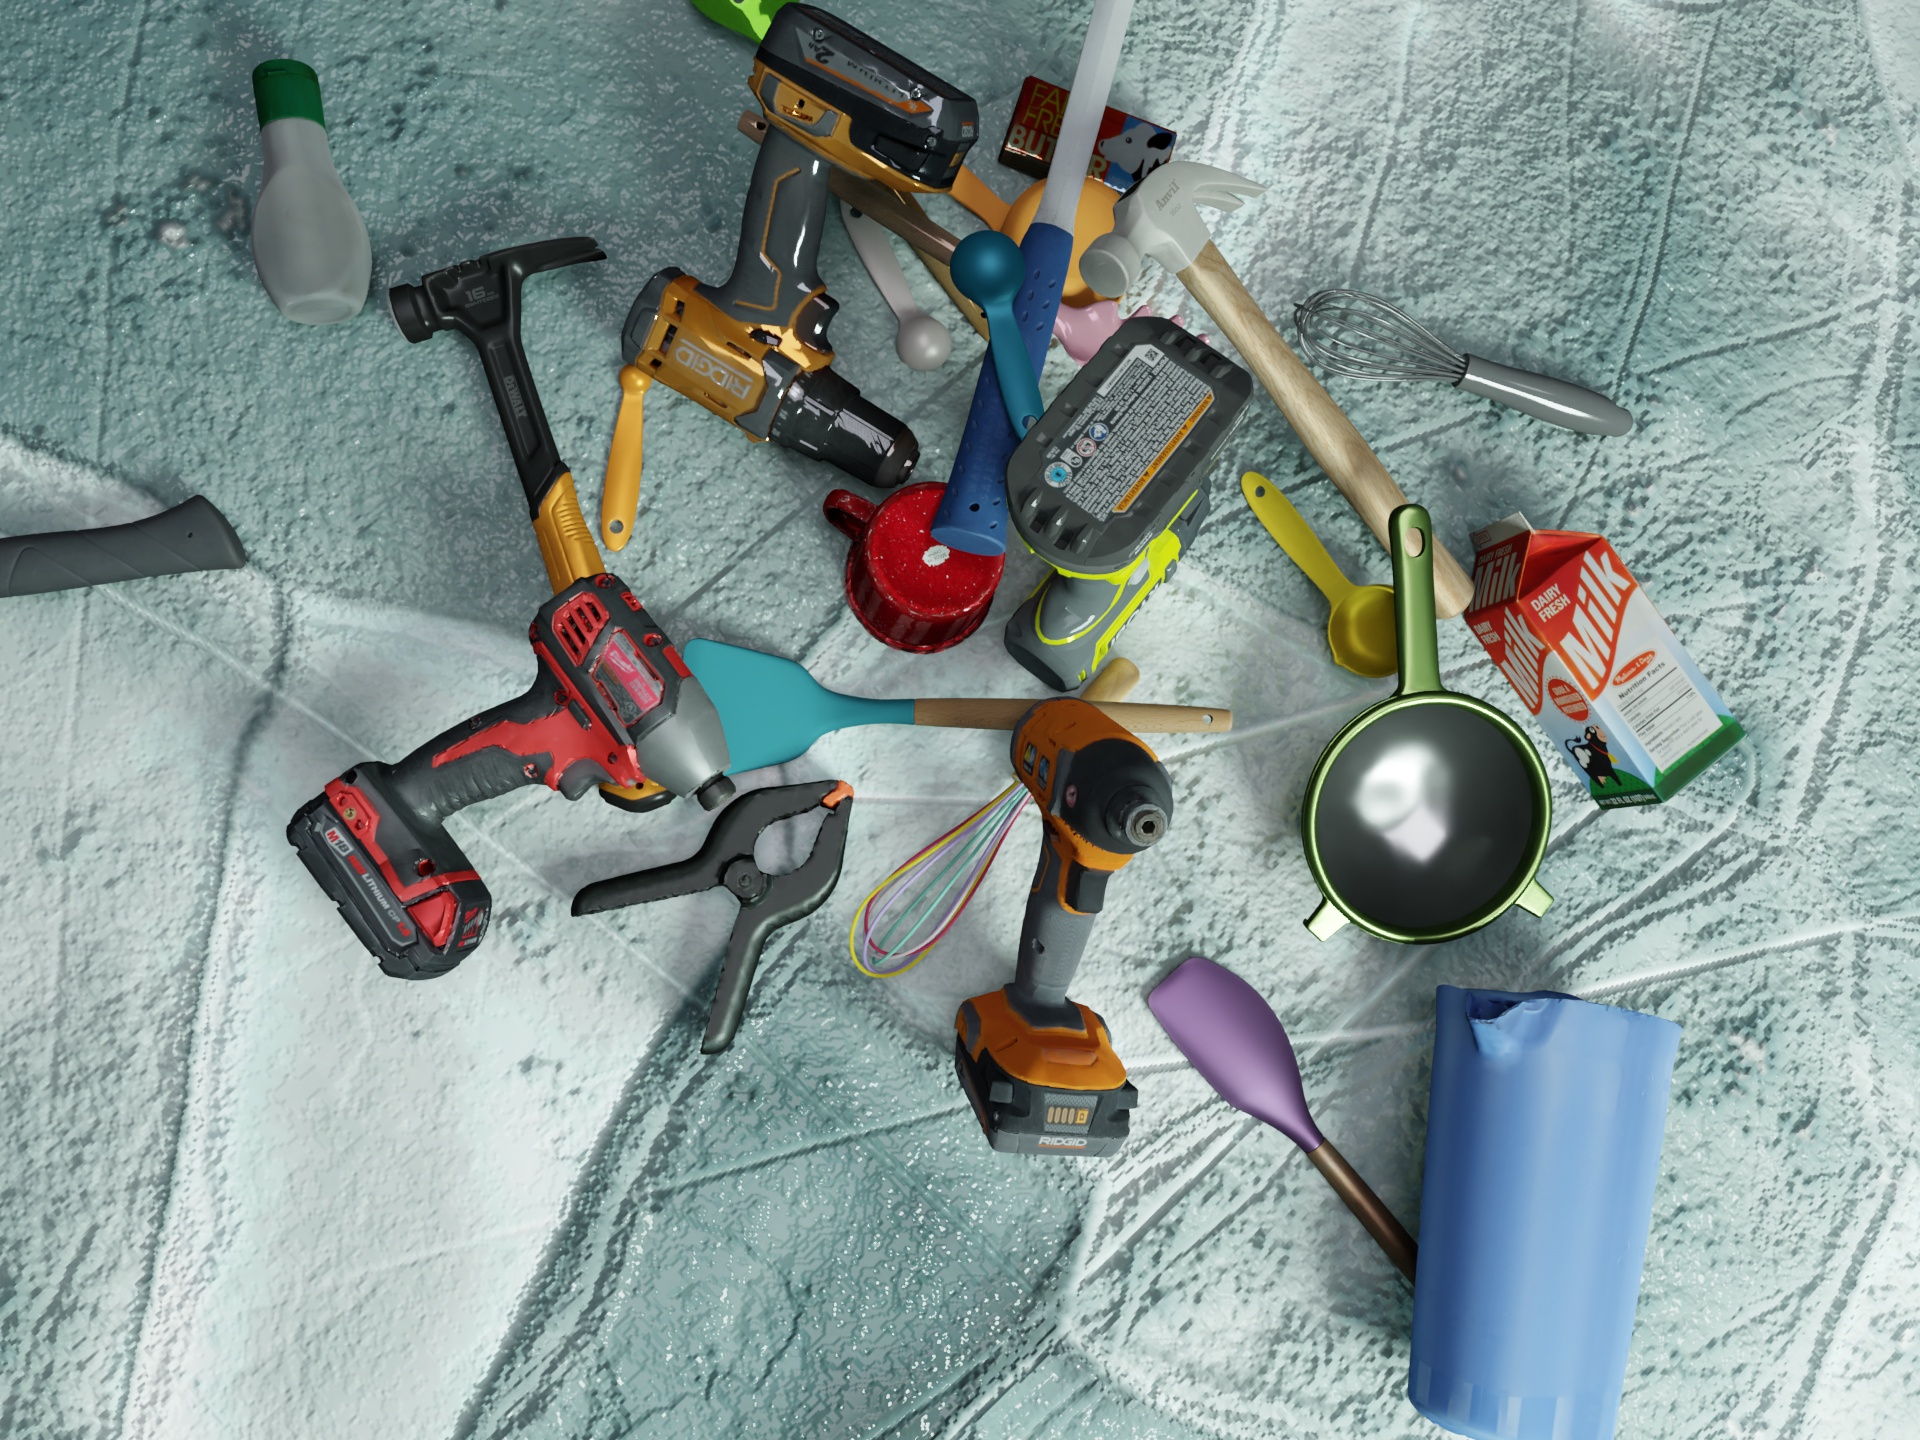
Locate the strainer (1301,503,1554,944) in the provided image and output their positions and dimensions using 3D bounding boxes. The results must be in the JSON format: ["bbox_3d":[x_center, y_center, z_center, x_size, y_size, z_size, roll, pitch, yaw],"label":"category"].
[{"bbox_3d":[0.263,0.001,0.942,0.151,0.069,0.256,-6,97,-6],"label":"strainer"}]

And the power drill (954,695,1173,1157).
[{"bbox_3d":[0.060,0.112,0.847,0.084,0.164,0.226,7,100,-13],"label":"power drill"}]

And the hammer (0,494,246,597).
[{"bbox_3d":[-0.607,-0.068,0.869,0.409,0.036,0.149,-9,86,-9],"label":"hammer"}]

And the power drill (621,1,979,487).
[{"bbox_3d":[-0.071,-0.256,0.897,0.185,0.084,0.226,31,115,1],"label":"power drill"}]

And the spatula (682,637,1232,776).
[{"bbox_3d":[-0.001,-0.003,0.921,0.317,0.044,0.082,1,88,3],"label":"spatula"}]

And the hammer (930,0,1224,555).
[{"bbox_3d":[0.049,-0.290,0.909,0.144,0.035,0.406,16,78,-2],"label":"hammer"}]

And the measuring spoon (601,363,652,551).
[{"bbox_3d":[-0.199,-0.158,0.945,0.021,0.011,0.117,6,82,-7],"label":"measuring spoon"}]

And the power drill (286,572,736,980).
[{"bbox_3d":[-0.234,0.037,0.864,0.219,0.078,0.143,-38,87,0],"label":"power drill"}]

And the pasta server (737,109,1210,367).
[{"bbox_3d":[0.007,-0.271,0.931,0.316,0.040,0.060,32,78,-2],"label":"pasta server"}]

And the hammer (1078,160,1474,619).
[{"bbox_3d":[0.205,-0.187,0.937,0.331,0.031,0.130,46,60,-21],"label":"hammer"}]

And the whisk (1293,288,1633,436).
[{"bbox_3d":[0.319,-0.221,1.005,0.239,0.055,0.055,16,81,-9],"label":"whisk"}]

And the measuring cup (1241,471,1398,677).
[{"bbox_3d":[0.229,-0.095,0.985,0.062,0.029,0.157,-44,73,31],"label":"measuring cup"}]

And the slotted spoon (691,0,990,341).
[{"bbox_3d":[-0.068,-0.365,0.981,0.070,0.031,0.314,-35,90,-14],"label":"slotted spoon"}]

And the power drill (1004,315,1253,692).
[{"bbox_3d":[0.091,-0.118,0.871,0.080,0.223,0.171,37,81,11],"label":"power drill"}]

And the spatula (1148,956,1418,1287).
[{"bbox_3d":[0.229,0.271,0.946,0.060,0.018,0.316,-39,88,-11],"label":"spatula"}]

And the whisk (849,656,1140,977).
[{"bbox_3d":[0.022,0.053,0.934,0.047,0.051,0.245,41,77,4],"label":"whisk"}]

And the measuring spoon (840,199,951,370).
[{"bbox_3d":[-0.043,-0.273,0.976,0.034,0.018,0.124,-27,86,-10],"label":"measuring spoon"}]

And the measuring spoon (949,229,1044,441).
[{"bbox_3d":[0.026,-0.209,0.860,0.042,0.021,0.129,-13,80,-8],"label":"measuring spoon"}]

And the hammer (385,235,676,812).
[{"bbox_3d":[-0.222,-0.111,0.921,0.127,0.034,0.337,-18,87,-1],"label":"hammer"}]

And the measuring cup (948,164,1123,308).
[{"bbox_3d":[0.033,-0.315,0.973,0.173,0.052,0.095,38,80,-4],"label":"measuring cup"}]
